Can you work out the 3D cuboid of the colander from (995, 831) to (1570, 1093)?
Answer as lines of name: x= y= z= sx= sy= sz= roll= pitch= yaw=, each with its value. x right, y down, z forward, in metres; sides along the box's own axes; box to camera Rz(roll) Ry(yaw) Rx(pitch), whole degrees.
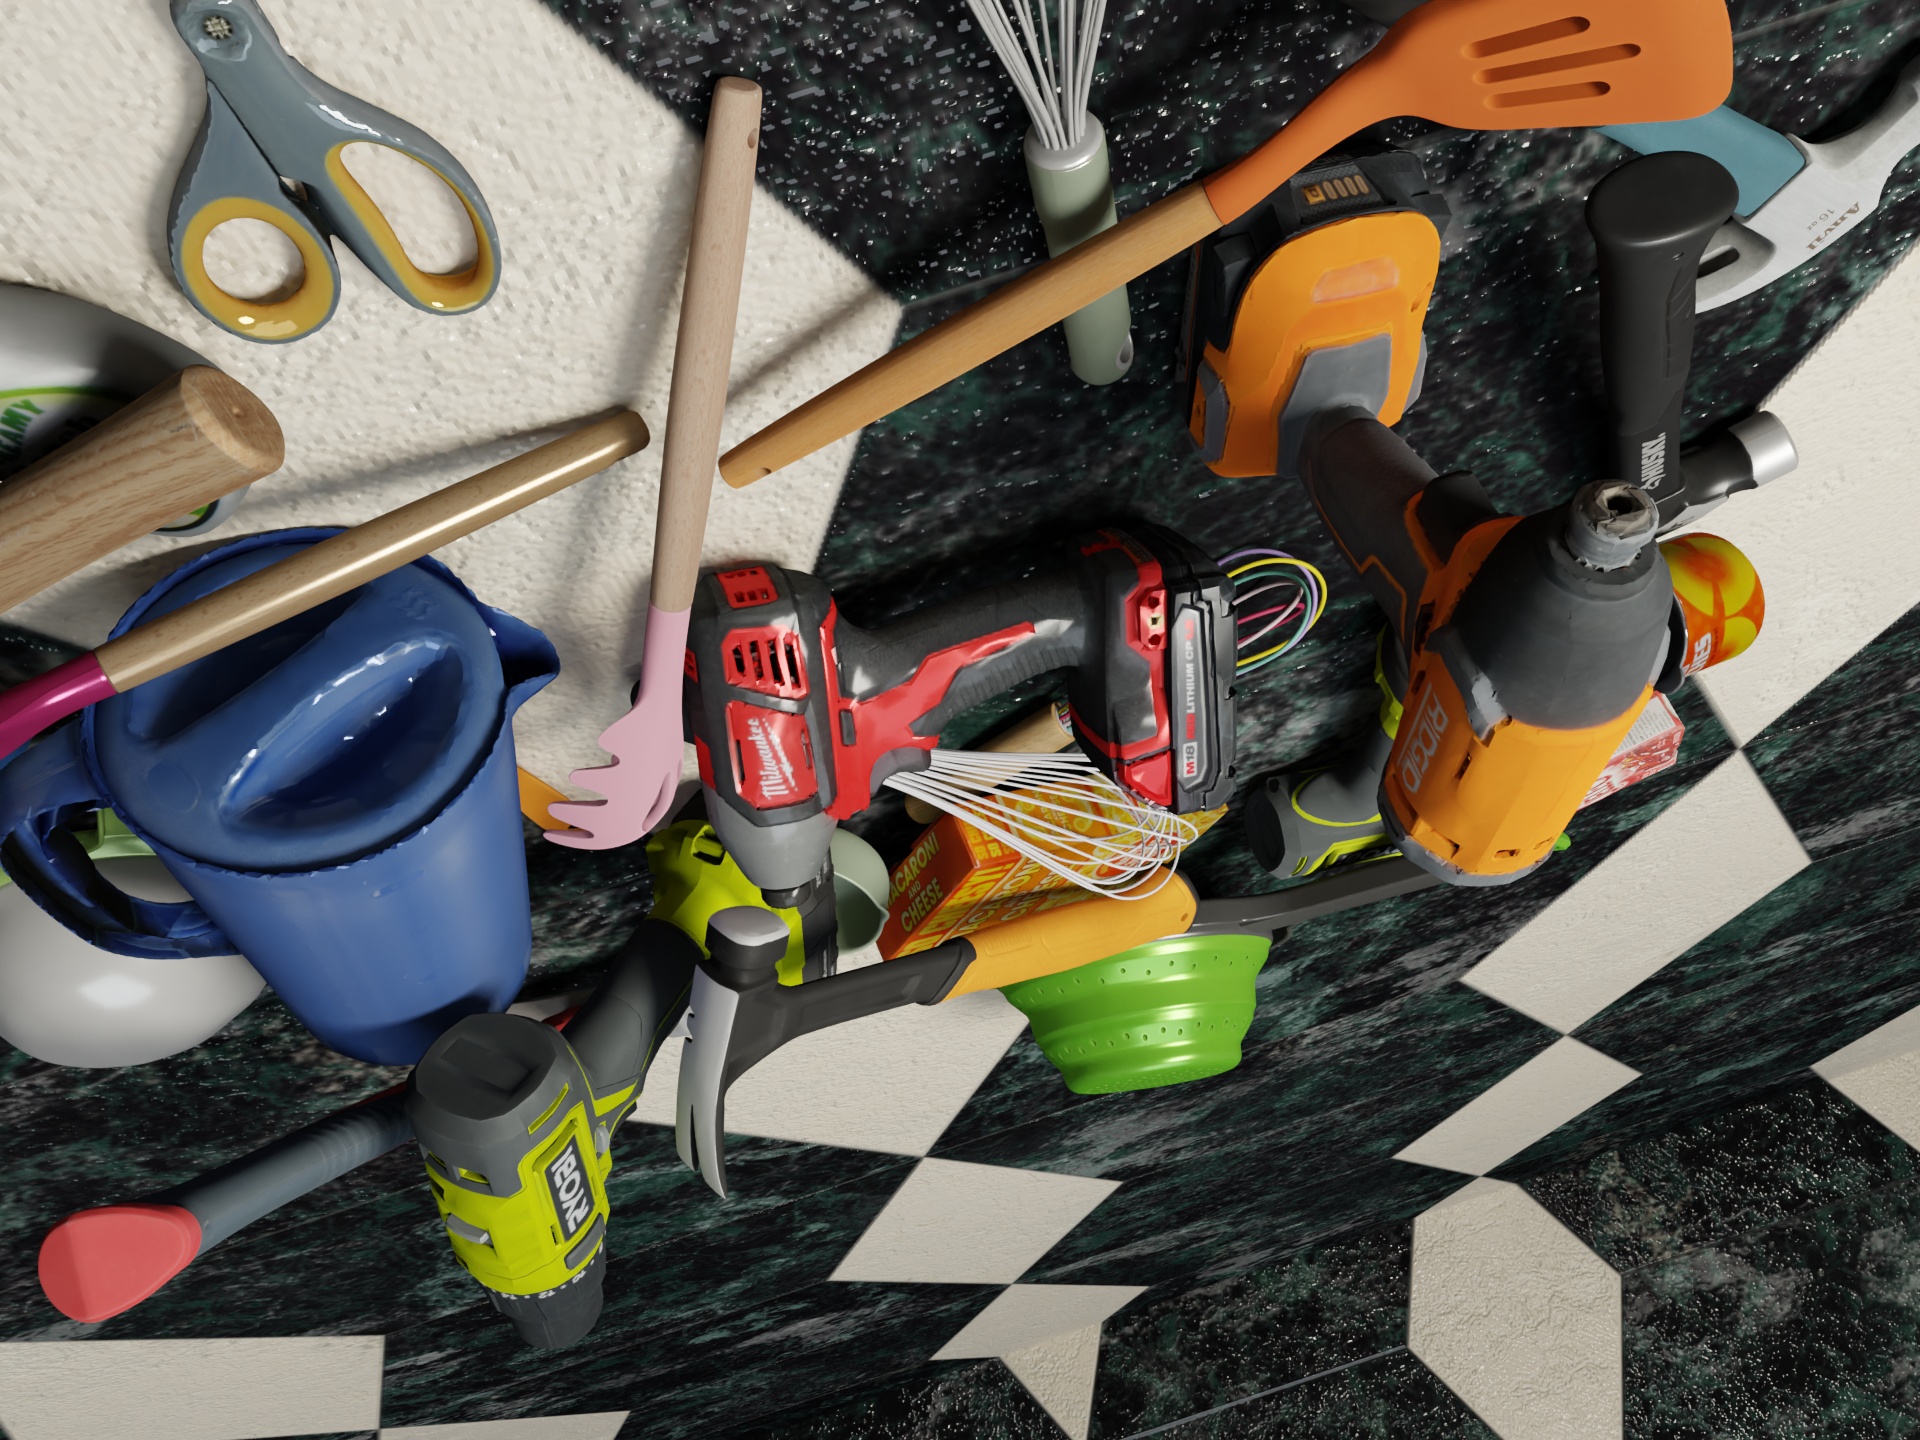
colander: x=0.177 y=0.156 z=0.957 sx=0.397 sy=0.095 sz=0.204 roll=-22 pitch=158 yaw=34

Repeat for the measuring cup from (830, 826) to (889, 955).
measuring cup: x=-0.080 y=0.053 z=0.799 sx=0.083 sy=0.038 sz=0.167 roll=0 pitch=133 yaw=12

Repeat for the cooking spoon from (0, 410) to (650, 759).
cooking spoon: x=-0.238 y=-0.027 z=0.490 sx=0.319 sy=0.017 sz=0.069 roll=-30 pitch=-178 yaw=-21

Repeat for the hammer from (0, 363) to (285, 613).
hammer: x=-0.337 y=-0.019 z=0.461 sx=0.331 sy=0.031 sz=0.130 roll=-24 pitch=150 yaw=15

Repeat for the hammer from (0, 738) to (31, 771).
hammer: x=-0.376 y=-0.089 z=0.397 sx=0.144 sy=0.035 sz=0.405 roll=-16 pitch=150 yaw=-5

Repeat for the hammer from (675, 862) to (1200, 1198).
hammer: x=0.007 y=0.126 z=0.782 sx=0.336 sy=0.034 sz=0.127 roll=-8 pitch=116 yaw=-45

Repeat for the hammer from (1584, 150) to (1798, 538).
hammer: x=0.266 y=-0.127 z=0.629 sx=0.146 sy=0.035 sz=0.334 roll=-27 pitch=161 yaw=16

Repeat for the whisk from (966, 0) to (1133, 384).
whisk: x=0.028 y=-0.178 z=0.471 sx=0.059 sy=0.058 sz=0.246 roll=12 pitch=158 yaw=17

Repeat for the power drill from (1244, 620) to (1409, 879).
power drill: x=0.271 y=0.009 z=0.882 sx=0.171 sy=0.080 sz=0.223 roll=-10 pitch=153 yaw=-16

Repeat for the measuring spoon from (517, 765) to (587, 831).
measuring spoon: x=-0.194 y=0.032 z=0.726 sx=0.021 sy=0.011 sz=0.116 roll=-22 pitch=154 yaw=3

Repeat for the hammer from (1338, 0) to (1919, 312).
hammer: x=0.206 y=-0.212 z=0.519 sx=0.330 sy=0.033 sz=0.128 roll=7 pitch=141 yaw=-36

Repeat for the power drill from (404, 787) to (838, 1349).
power drill: x=-0.146 y=0.158 z=0.724 sx=0.080 sy=0.229 sz=0.190 roll=18 pitch=134 yaw=20

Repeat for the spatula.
spatula: x=0.056 y=-0.136 z=0.477 sx=0.322 sy=0.041 sz=0.081 roll=-24 pitch=156 yaw=24

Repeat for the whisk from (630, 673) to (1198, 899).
whisk: x=-0.013 y=0.024 z=0.728 sx=0.284 sy=0.070 sz=0.070 roll=16 pitch=137 yaw=-24

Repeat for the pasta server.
pasta server: x=-0.104 y=-0.066 z=0.547 sx=0.040 sy=0.060 sz=0.316 roll=23 pitch=131 yaw=7

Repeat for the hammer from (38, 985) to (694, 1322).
hammer: x=-0.258 y=0.175 z=0.715 sx=0.143 sy=0.038 sz=0.386 roll=-13 pitch=180 yaw=16

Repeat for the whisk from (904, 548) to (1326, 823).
whisk: x=0.071 y=-0.007 z=0.774 sx=0.245 sy=0.051 sz=0.047 roll=-32 pitch=154 yaw=27

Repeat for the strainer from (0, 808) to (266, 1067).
strainer: x=-0.346 y=0.083 z=0.663 sx=0.151 sy=0.069 sz=0.256 roll=-1 pitch=147 yaw=-28

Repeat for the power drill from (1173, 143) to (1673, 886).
power drill: x=0.145 y=-0.079 z=0.508 sx=0.084 sy=0.227 sz=0.164 roll=-14 pitch=150 yaw=-7

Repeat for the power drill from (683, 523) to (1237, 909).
power drill: x=-0.001 y=-0.002 z=0.660 sx=0.219 sy=0.079 sz=0.143 roll=-10 pitch=114 yaw=-13
